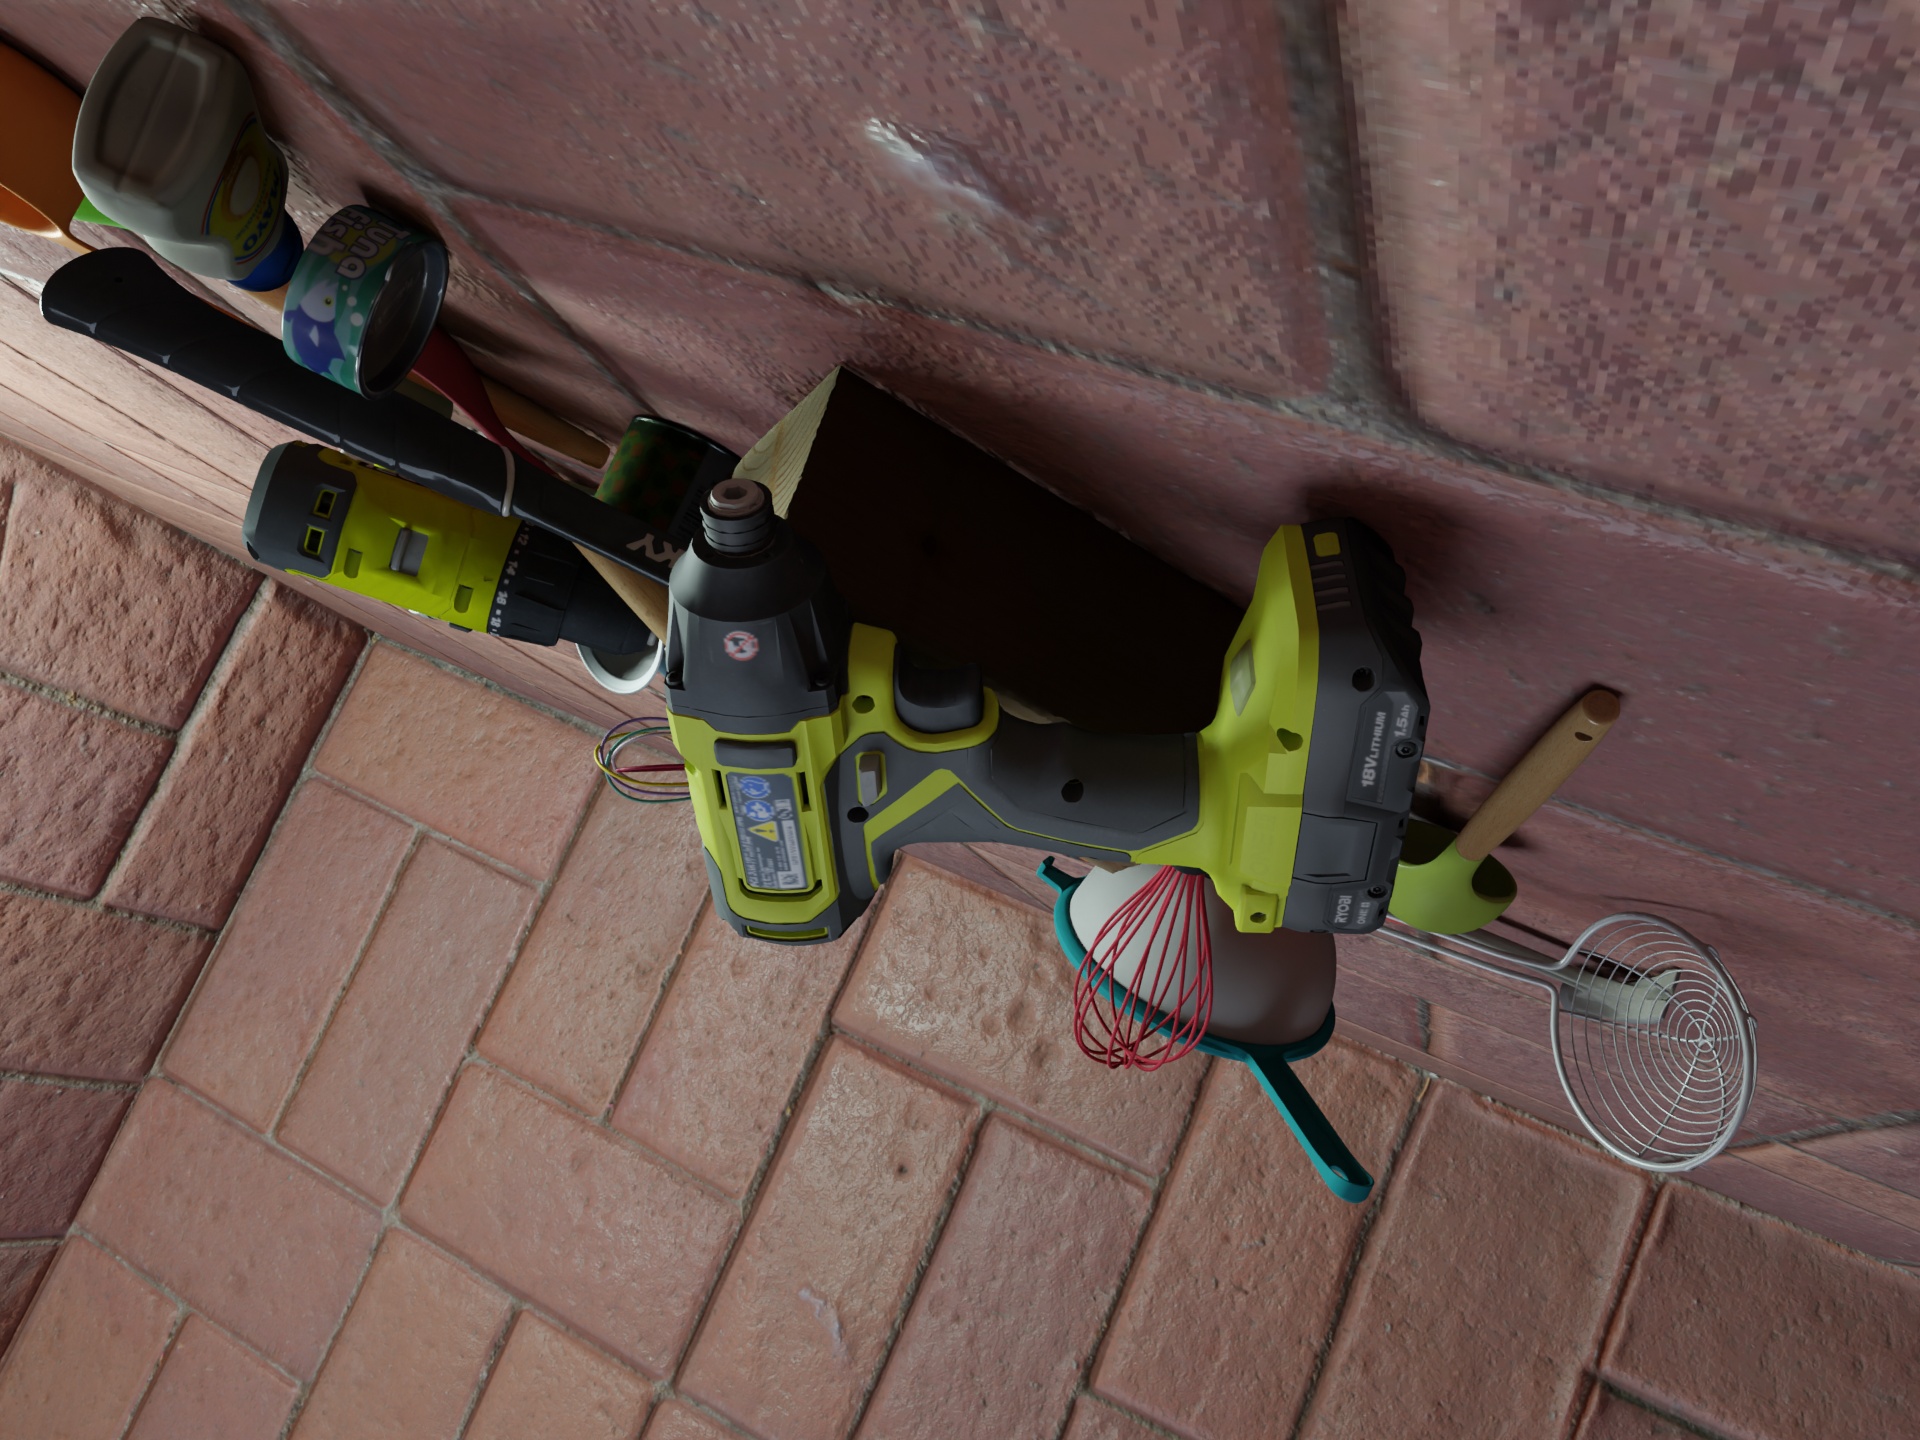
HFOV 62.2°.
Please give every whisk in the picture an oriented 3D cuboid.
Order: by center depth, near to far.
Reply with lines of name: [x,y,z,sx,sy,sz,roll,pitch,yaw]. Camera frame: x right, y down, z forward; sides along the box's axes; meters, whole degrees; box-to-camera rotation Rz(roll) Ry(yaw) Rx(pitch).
whisk: [0.105,0.077,0.753,0.073,0.073,0.295,22,136,12]
whisk: [-0.097,0.032,0.963,0.245,0.051,0.047,4,-175,-14]

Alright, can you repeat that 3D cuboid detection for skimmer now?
skimmer: [0.233,0.121,0.854,0.363,0.127,0.090,19,-158,25]

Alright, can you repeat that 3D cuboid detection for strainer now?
strainer: [-0.256,-0.067,0.990,0.258,0.087,0.050,7,-168,31]
strainer: [0.196,0.165,1.052,0.211,0.095,0.341,10,-156,-23]

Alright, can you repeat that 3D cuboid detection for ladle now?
ladle: [0.230,0.036,0.683,0.078,0.062,0.320,24,165,12]
ladle: [-0.163,-0.083,0.685,0.315,0.031,0.069,46,-170,13]

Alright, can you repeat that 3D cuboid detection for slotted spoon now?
slotted spoon: [-0.308,-0.195,0.743,0.313,0.031,0.070,26,176,-23]

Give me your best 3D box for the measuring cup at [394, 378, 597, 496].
measuring cup: [-0.253,-0.152,0.806,0.167,0.038,0.083,18,-175,1]

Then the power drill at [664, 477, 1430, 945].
power drill: [0.022,0.000,0.498,0.223,0.080,0.171,0,133,4]

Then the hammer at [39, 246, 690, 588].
hammer: [-0.168,-0.083,0.641,0.409,0.149,0.036,25,146,-5]

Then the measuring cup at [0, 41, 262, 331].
measuring cup: [-0.356,-0.219,0.648,0.095,0.052,0.173,14,170,46]

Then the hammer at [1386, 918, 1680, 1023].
hammer: [0.262,0.110,1.014,0.359,0.037,0.149,22,171,9]

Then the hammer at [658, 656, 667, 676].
hammer: [-0.221,-0.061,1.074,0.330,0.033,0.128,47,177,-38]

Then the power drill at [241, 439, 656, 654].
power drill: [-0.248,-0.091,0.835,0.190,0.080,0.229,18,-172,-12]

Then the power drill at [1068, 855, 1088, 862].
power drill: [-0.001,-0.003,0.911,0.226,0.084,0.185,28,171,1]
